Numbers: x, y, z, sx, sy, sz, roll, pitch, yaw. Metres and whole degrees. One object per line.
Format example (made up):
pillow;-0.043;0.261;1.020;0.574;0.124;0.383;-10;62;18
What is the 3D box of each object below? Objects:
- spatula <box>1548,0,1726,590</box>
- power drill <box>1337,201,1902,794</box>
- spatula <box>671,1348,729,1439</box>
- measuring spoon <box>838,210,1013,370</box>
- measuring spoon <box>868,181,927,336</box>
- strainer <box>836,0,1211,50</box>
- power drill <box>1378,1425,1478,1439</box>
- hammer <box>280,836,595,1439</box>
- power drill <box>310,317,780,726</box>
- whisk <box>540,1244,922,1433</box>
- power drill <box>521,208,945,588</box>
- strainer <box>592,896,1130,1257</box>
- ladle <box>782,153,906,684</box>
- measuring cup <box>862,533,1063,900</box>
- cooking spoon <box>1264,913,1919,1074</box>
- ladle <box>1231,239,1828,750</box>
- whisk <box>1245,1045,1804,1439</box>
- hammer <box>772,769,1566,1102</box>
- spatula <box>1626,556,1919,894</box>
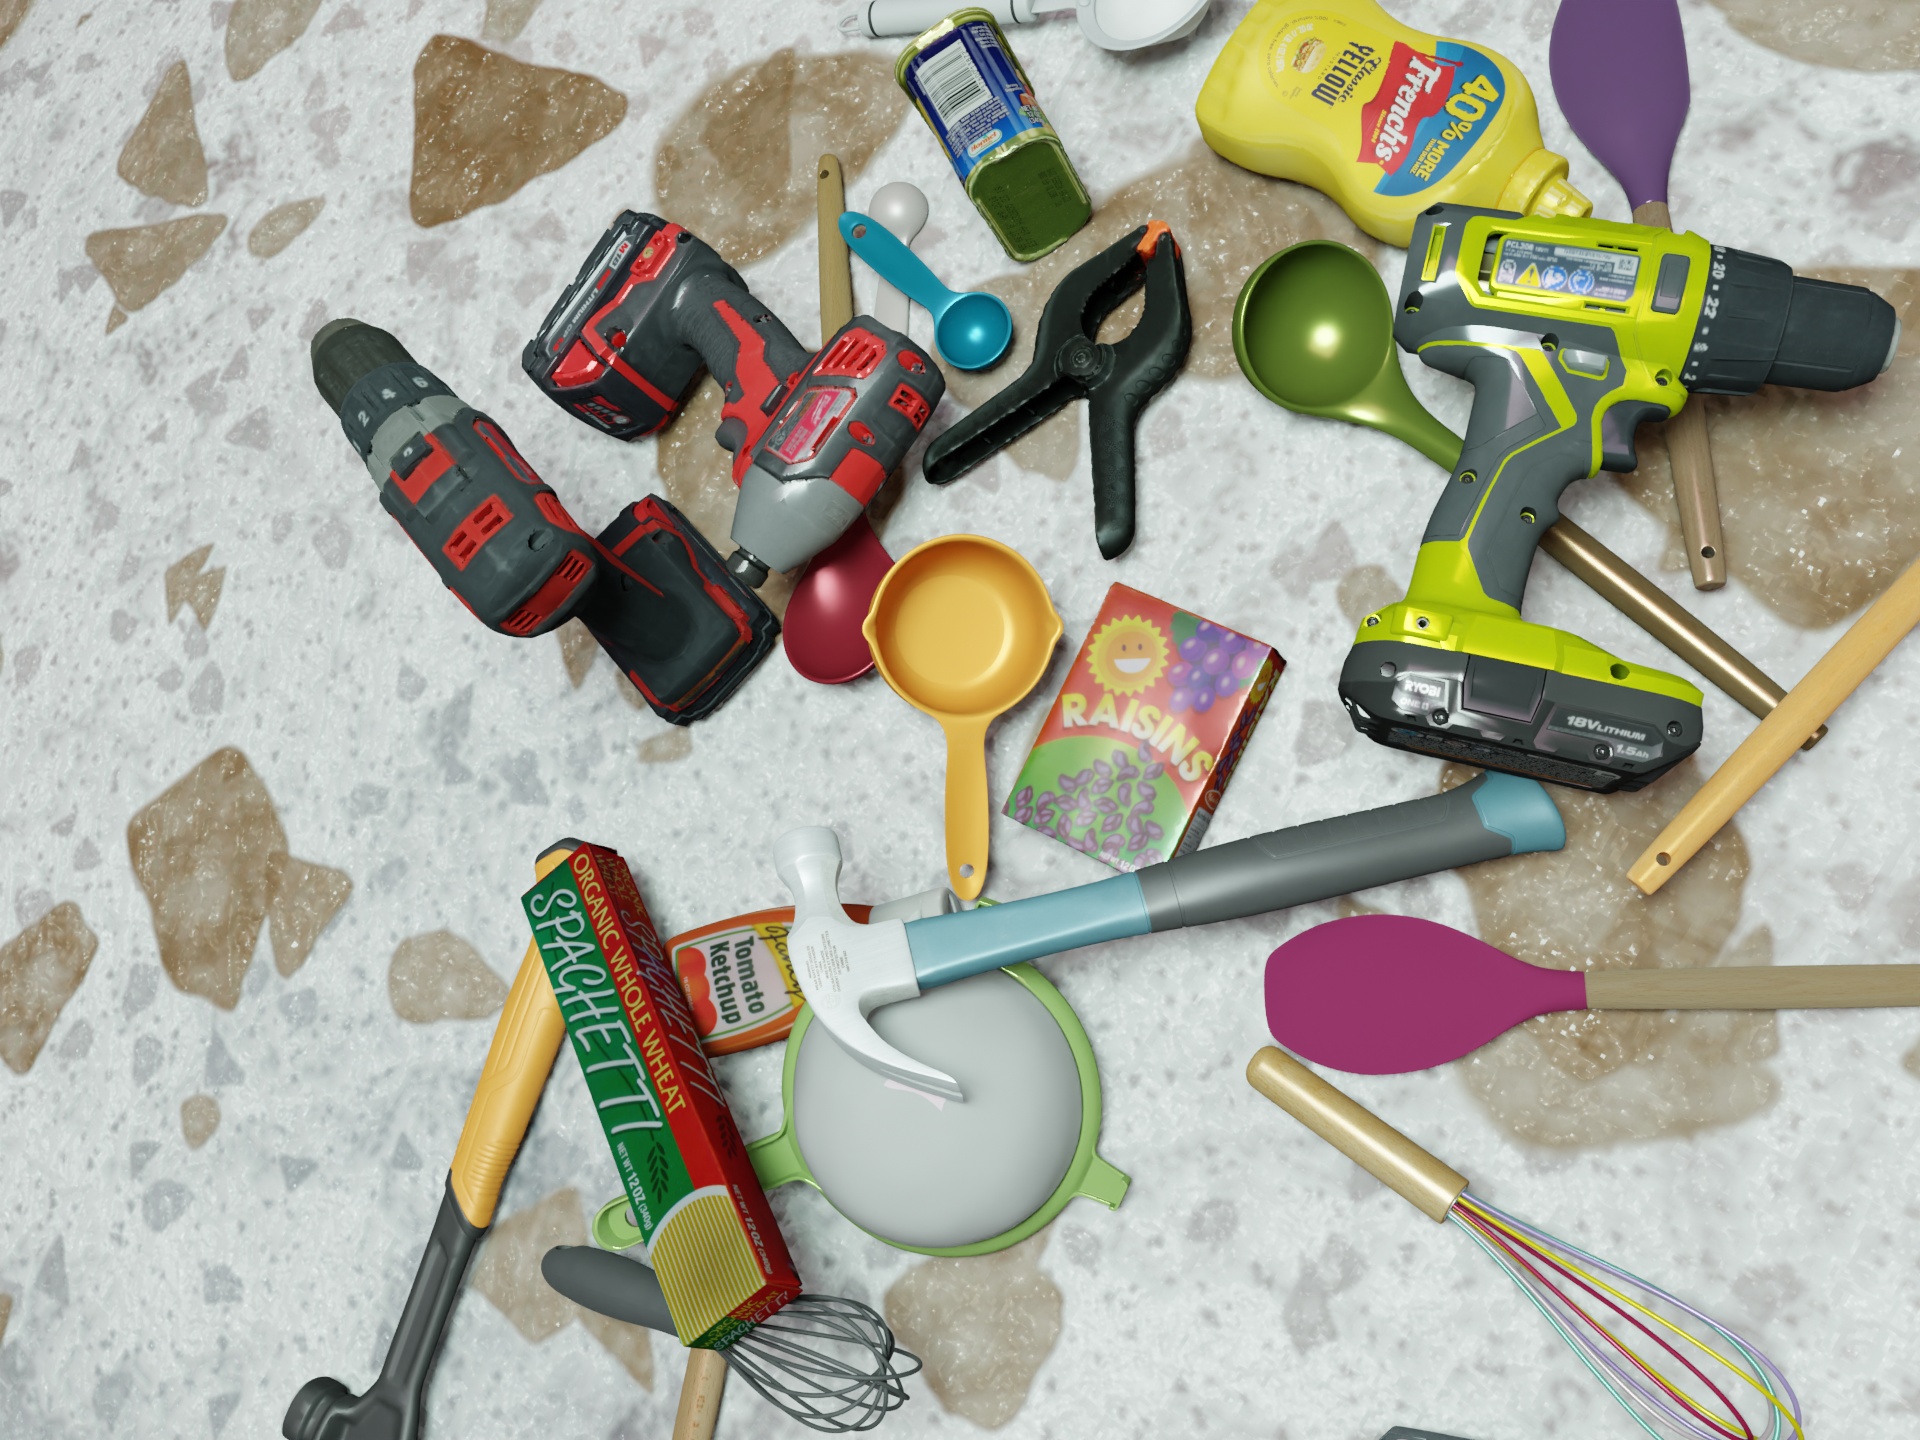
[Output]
spatula;0.314;-0.209;0.722;0.060;0.018;0.316;-8;73;20
power drill;0.259;-0.091;0.645;0.190;0.080;0.228;13;84;14
spatula;-0.137;0.365;0.737;0.082;0.044;0.317;3;77;34
measuring spoon;-0.020;-0.229;0.847;0.042;0.021;0.129;-46;70;5
measuring spoon;-0.039;-0.237;0.861;0.034;0.018;0.124;-1;77;20
strainer;0.044;-0.386;0.856;0.258;0.050;0.087;8;74;28
power drill;0.178;0.395;0.596;0.185;0.084;0.226;1;82;22
hammer;-0.239;0.225;0.815;0.127;0.034;0.337;15;83;24
power drill;-0.203;-0.095;0.773;0.080;0.226;0.188;-46;67;5
whisk;-0.114;0.271;0.724;0.239;0.055;0.055;0;77;40
power drill;-0.122;-0.166;0.823;0.220;0.078;0.143;35;91;33
strainer;-0.063;0.194;0.714;0.256;0.069;0.151;-24;87;11
ladle;-0.065;-0.166;0.850;0.069;0.031;0.316;-9;72;18
measuring cup;-0.001;-0.002;0.771;0.095;0.052;0.173;-2;94;-8
cooking spoon;0.285;0.111;0.655;0.319;0.017;0.069;-5;76;20
ladle;0.246;-0.101;0.702;0.078;0.062;0.320;-44;69;0
whisk;0.219;0.212;0.646;0.245;0.047;0.051;33;91;28
hammer;0.091;0.073;0.678;0.331;0.033;0.128;-13;63;-1
spatula;0.385;-0.050;0.642;0.081;0.041;0.322;44;94;20
